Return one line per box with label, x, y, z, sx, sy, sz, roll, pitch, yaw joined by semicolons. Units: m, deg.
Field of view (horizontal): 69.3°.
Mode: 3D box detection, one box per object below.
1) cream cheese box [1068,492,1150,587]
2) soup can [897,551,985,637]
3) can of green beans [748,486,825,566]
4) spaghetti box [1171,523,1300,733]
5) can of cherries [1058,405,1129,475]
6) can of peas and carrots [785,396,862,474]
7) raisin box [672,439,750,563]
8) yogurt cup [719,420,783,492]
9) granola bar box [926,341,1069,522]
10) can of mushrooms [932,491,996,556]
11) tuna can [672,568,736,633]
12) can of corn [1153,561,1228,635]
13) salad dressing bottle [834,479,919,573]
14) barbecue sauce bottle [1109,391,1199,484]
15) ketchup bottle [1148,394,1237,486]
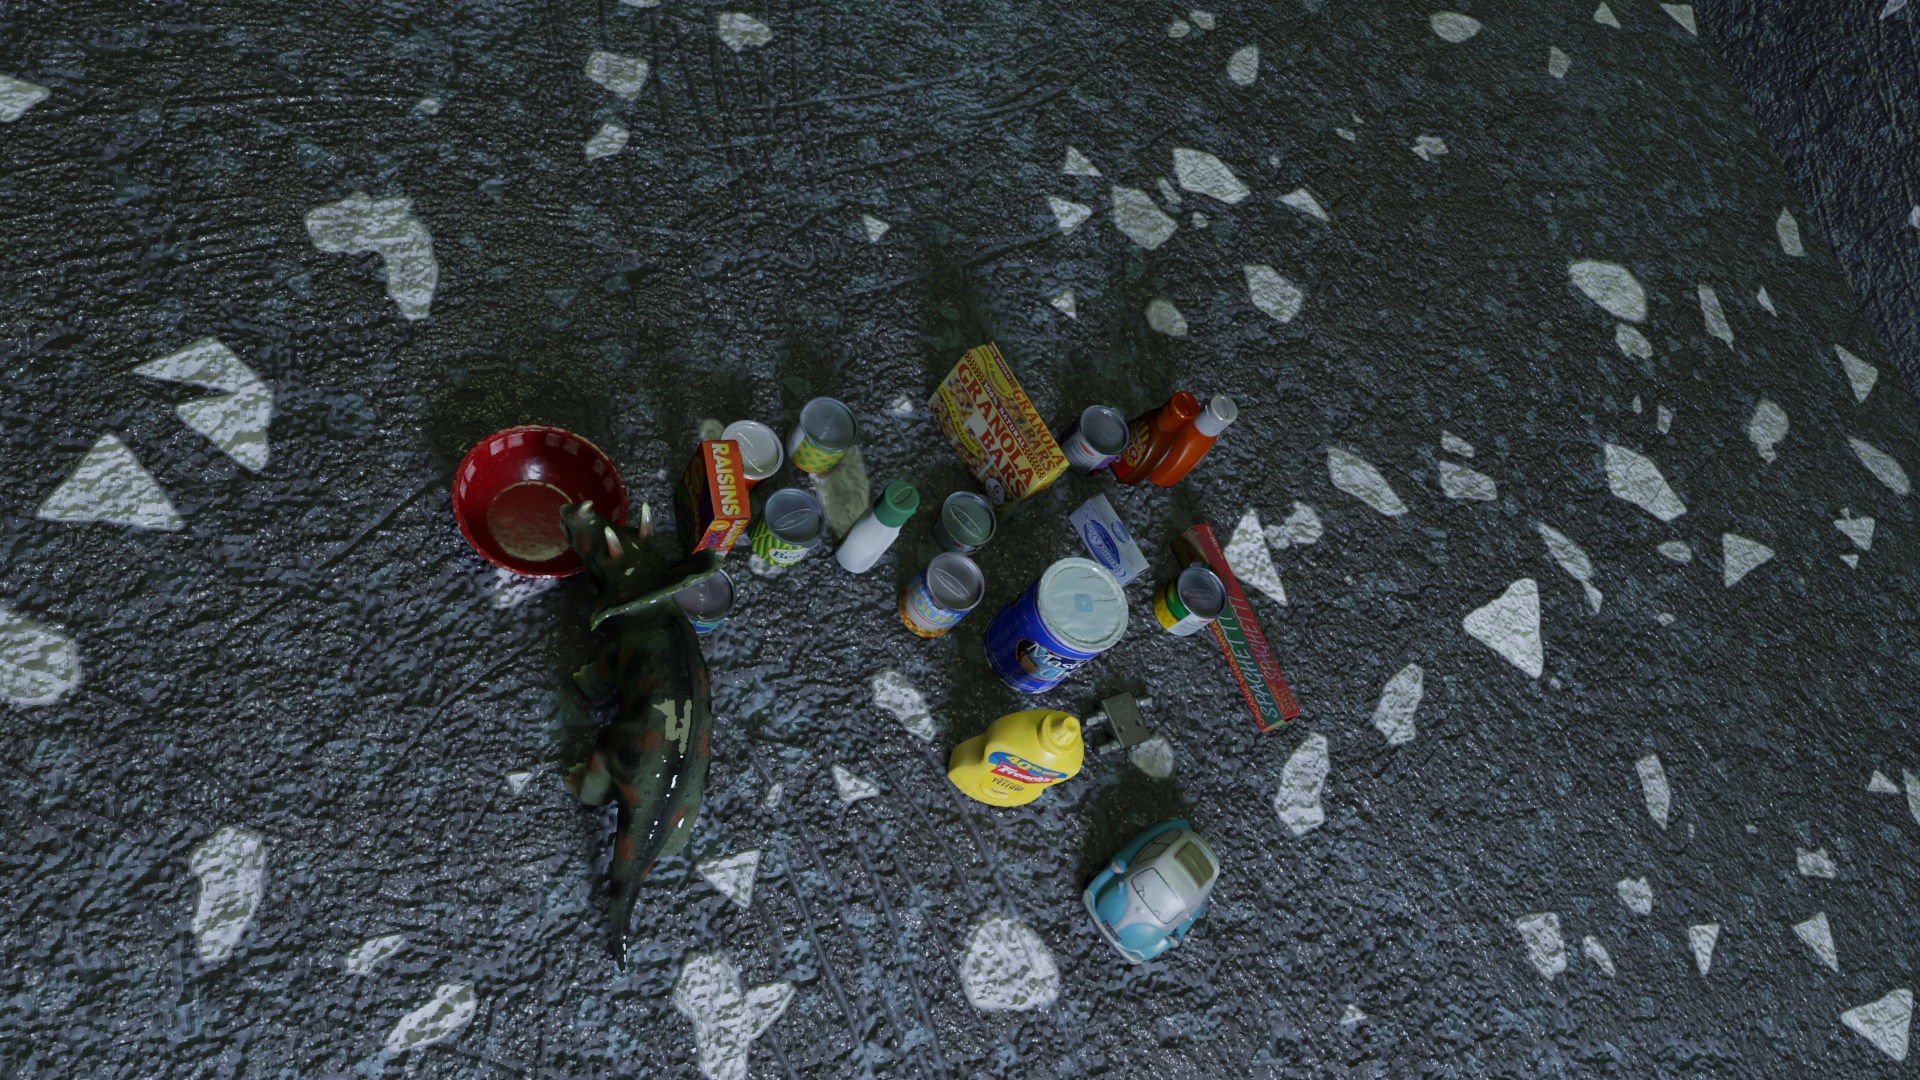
cream cheese box;0.170;0.002;1.590;0.024;0.053;0.104;-26;79;-33
soup can;-0.023;0.059;1.451;0.071;0.083;0.071;11;62;-21
can of green beans;-0.179;-0.014;1.429;0.071;0.057;0.071;11;62;-21
spaghetti box;0.318;0.101;1.612;0.029;0.050;0.250;-15;73;-30
can of cherries;0.159;-0.119;1.641;0.071;0.058;0.072;11;62;-21
can of peas and carrots;-0.147;-0.112;1.493;0.071;0.058;0.071;11;62;-21
raisin box;-0.246;-0.035;1.369;0.040;0.123;0.086;-2;67;-26
yogurt cup;-0.224;-0.084;1.445;0.072;0.053;0.072;11;62;-21
granola bar box;0.040;-0.120;1.546;0.039;0.123;0.166;-25;78;-32
can of mushrooms;0.005;-0.019;1.534;0.071;0.033;0.071;11;62;-21
tuna can;-0.260;0.056;1.372;0.071;0.032;0.071;11;62;-21
can of corn;0.263;0.068;1.598;0.071;0.058;0.071;11;62;-21
salad dressing bottle;-0.084;-0.015;1.420;0.044;0.147;0.064;48;56;2
barbecue sauce bottle;0.225;-0.123;1.620;0.044;0.148;0.065;-3;68;-27
ketchup bottle;0.271;-0.122;1.641;0.043;0.148;0.065;5;64;-23
